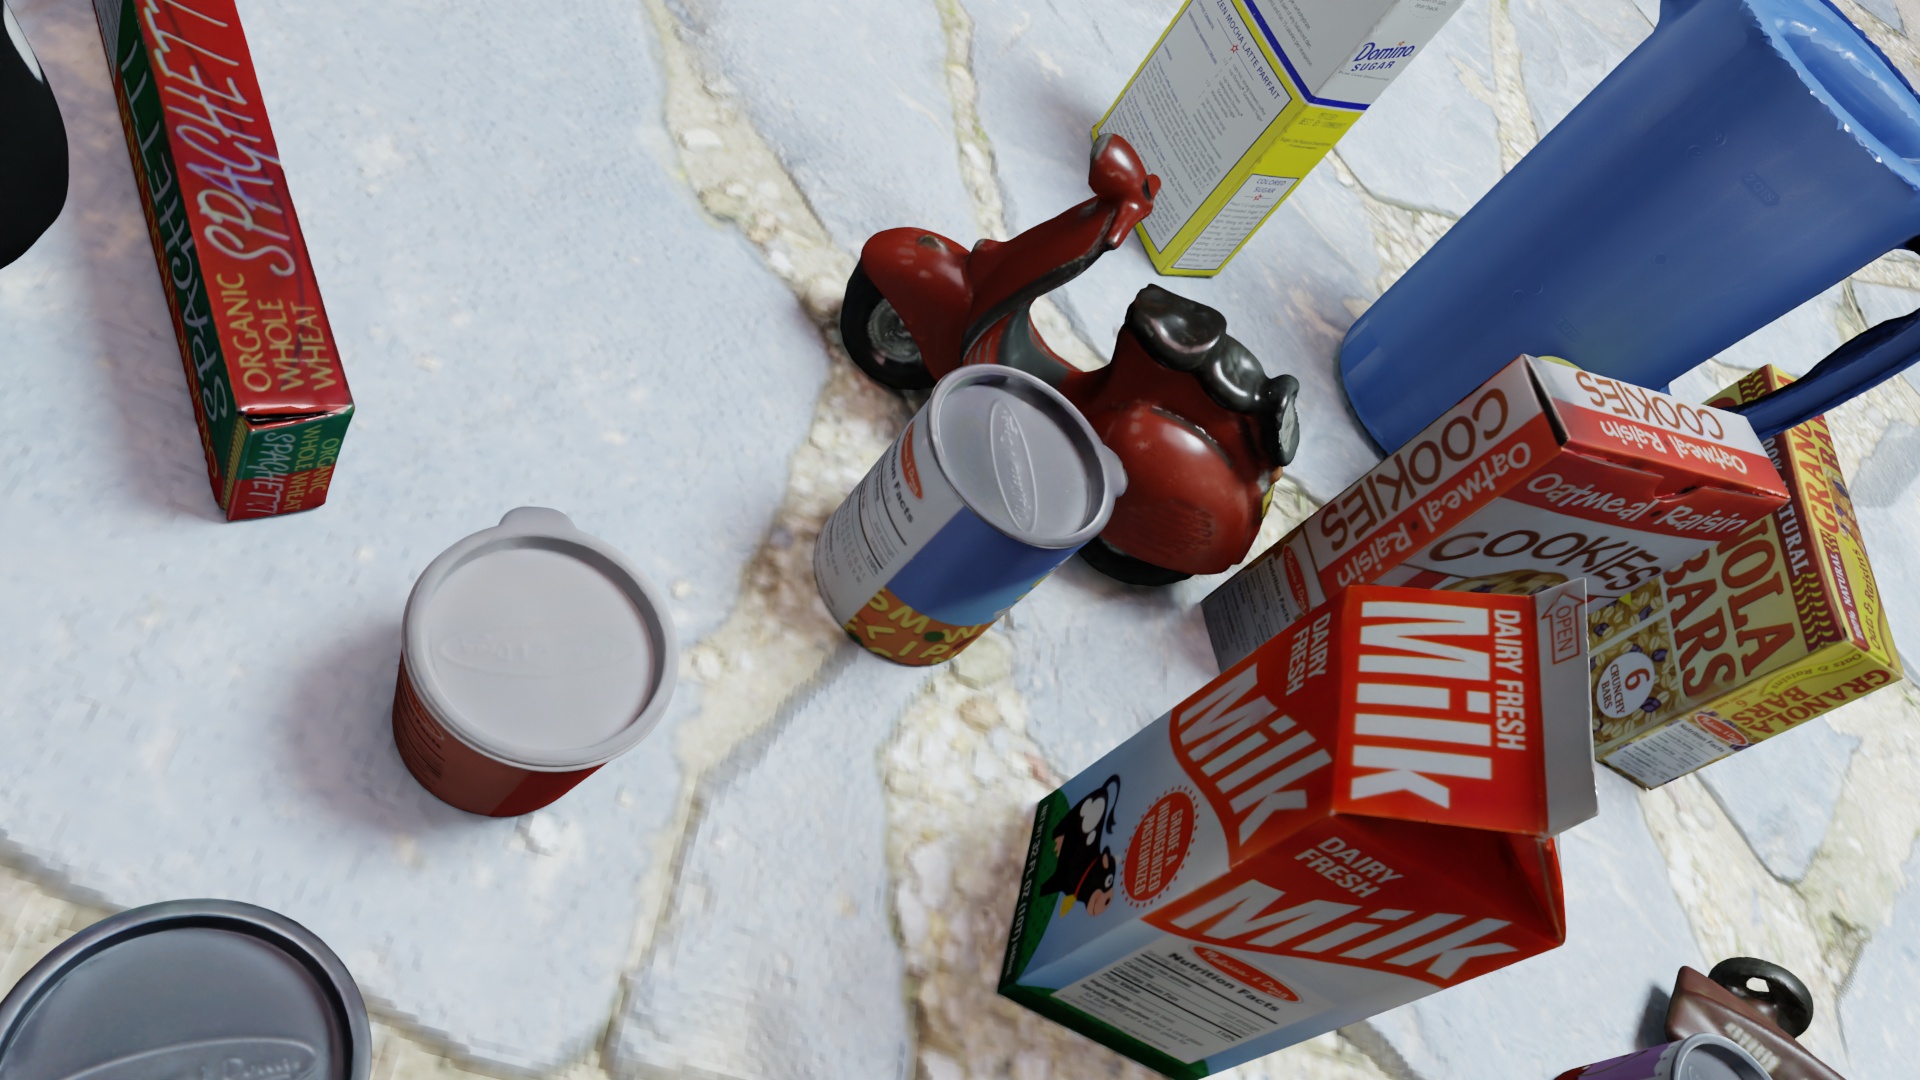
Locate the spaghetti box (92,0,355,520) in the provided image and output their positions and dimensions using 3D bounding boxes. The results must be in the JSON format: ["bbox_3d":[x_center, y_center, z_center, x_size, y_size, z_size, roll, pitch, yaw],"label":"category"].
[{"bbox_3d":[-0.223,-0.123,0.402,0.029,0.050,0.250,-9,65,-38],"label":"spaghetti box"}]

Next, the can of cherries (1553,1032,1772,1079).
[{"bbox_3d":[0.248,0.212,0.481,0.071,0.058,0.072,18,51,-24],"label":"can of cherries"}]

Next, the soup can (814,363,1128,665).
[{"bbox_3d":[0.002,-0.006,0.449,0.071,0.083,0.072,18,51,-24],"label":"soup can"}]

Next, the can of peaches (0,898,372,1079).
[{"bbox_3d":[-0.157,0.114,0.275,0.071,0.057,0.071,18,51,-24],"label":"can of peaches"}]

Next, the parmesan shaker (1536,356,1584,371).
[{"bbox_3d":[0.232,-0.021,0.603,0.071,0.102,0.071,18,51,-24],"label":"parmesan shaker"}]

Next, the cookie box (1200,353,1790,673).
[{"bbox_3d":[0.190,0.005,0.511,0.123,0.166,0.040,8,56,-30],"label":"cookie box"}]

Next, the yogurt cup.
[{"bbox_3d":[-0.114,0.037,0.361,0.072,0.053,0.073,18,51,-24],"label":"yogurt cup"}]

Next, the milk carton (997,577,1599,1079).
[{"bbox_3d":[0.094,0.080,0.378,0.073,0.189,0.073,30,47,-13],"label":"milk carton"}]

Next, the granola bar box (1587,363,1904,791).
[{"bbox_3d":[0.343,0.015,0.638,0.039,0.123,0.166,28,48,-16],"label":"granola bar box"}]
